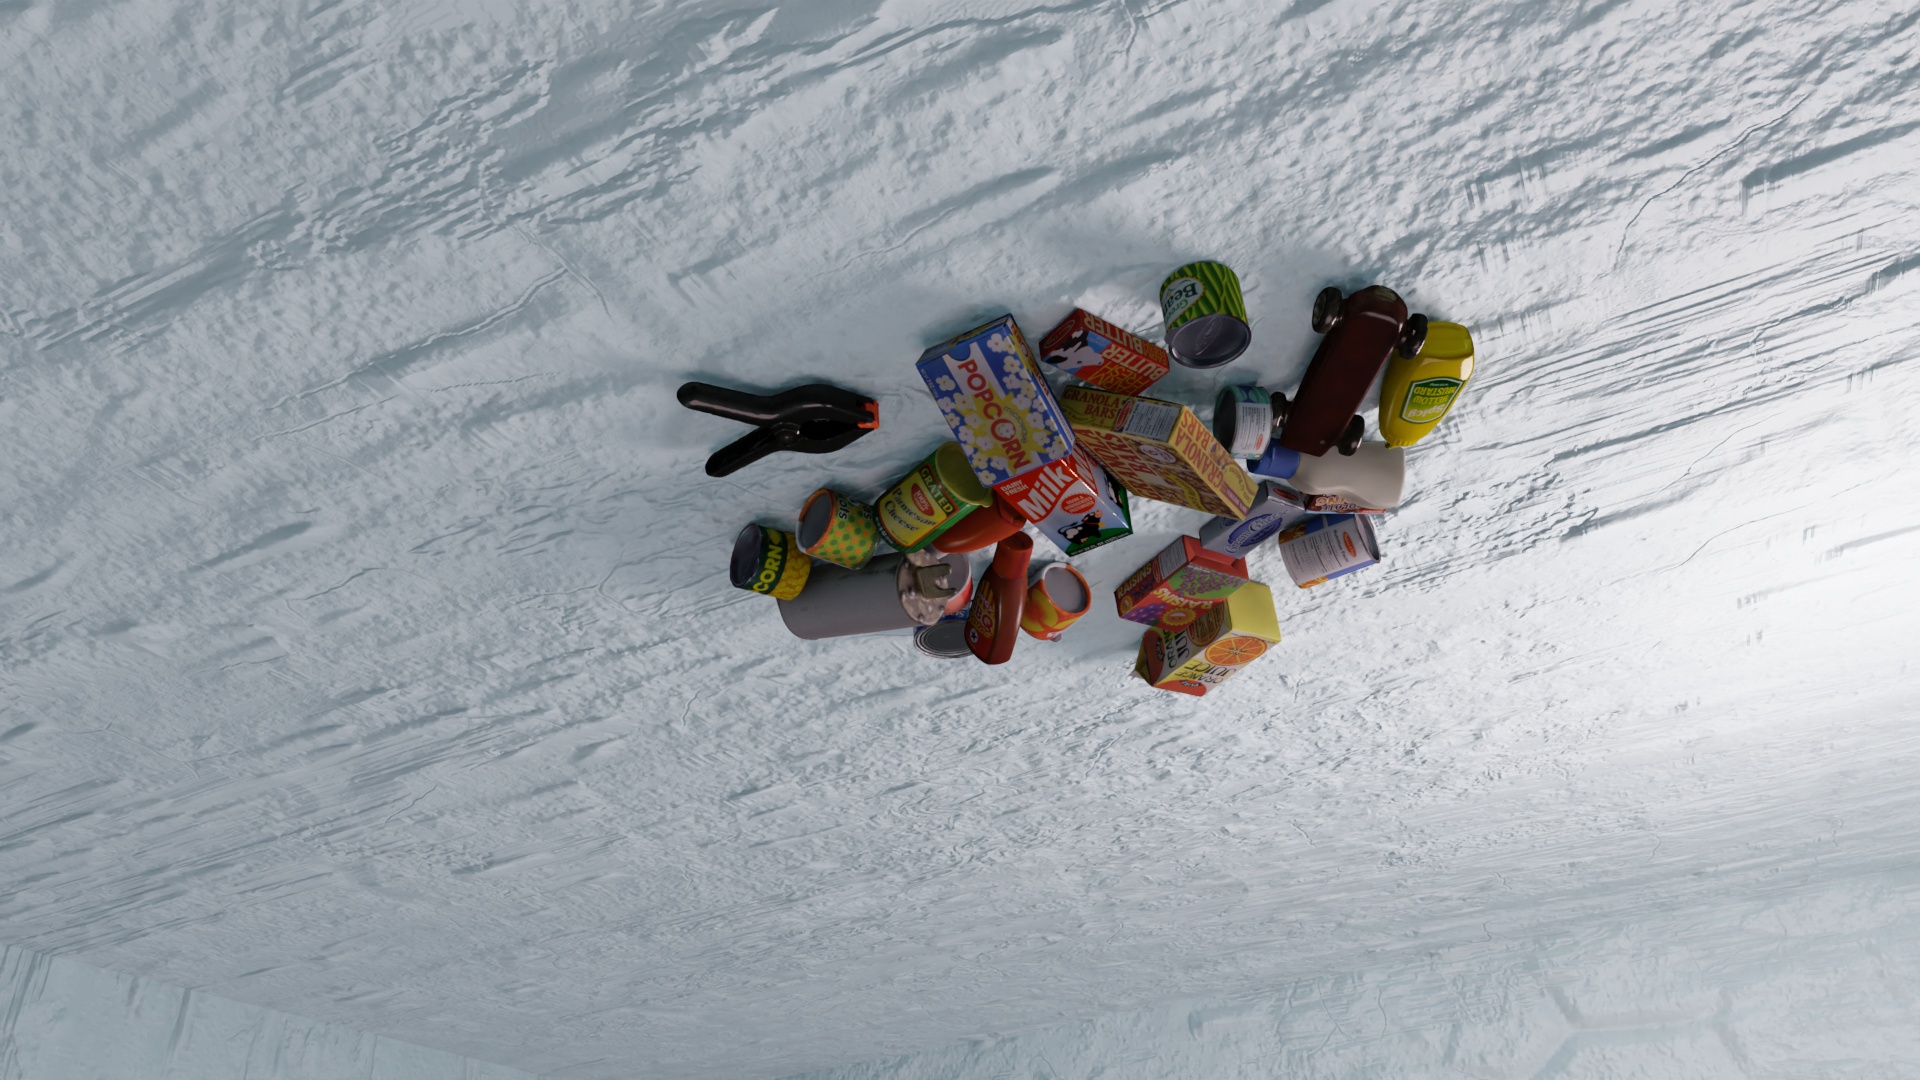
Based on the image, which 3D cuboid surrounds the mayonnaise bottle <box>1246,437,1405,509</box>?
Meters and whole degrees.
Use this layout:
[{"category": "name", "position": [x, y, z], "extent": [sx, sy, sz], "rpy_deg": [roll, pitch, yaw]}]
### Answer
[{"category": "mayonnaise bottle", "position": [0.343, -0.070, 1.305], "extent": [0.148, 0.065, 0.041], "rpy_deg": [9, 173, -13]}]

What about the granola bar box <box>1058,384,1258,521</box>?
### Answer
[{"category": "granola bar box", "position": [0.174, -0.077, 1.229], "extent": [0.124, 0.039, 0.165], "rpy_deg": [16, 167, 39]}]

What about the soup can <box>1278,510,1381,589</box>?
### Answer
[{"category": "soup can", "position": [0.378, 0.006, 1.423], "extent": [0.083, 0.071, 0.071], "rpy_deg": [-23, 143, 27]}]

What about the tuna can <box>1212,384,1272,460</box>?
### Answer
[{"category": "tuna can", "position": [0.249, -0.106, 1.235], "extent": [0.033, 0.071, 0.070], "rpy_deg": [3, 146, -9]}]

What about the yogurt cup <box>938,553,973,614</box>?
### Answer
[{"category": "yogurt cup", "position": [-0.018, 0.042, 1.430], "extent": [0.072, 0.072, 0.053], "rpy_deg": [-10, 155, 8]}]

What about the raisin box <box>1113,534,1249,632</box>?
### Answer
[{"category": "raisin box", "position": [0.236, 0.048, 1.493], "extent": [0.086, 0.040, 0.122], "rpy_deg": [14, 141, -28]}]

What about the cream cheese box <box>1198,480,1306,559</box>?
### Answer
[{"category": "cream cheese box", "position": [0.295, -0.020, 1.409], "extent": [0.053, 0.024, 0.103], "rpy_deg": [16, 142, -28]}]

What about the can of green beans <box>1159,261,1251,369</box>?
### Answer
[{"category": "can of green beans", "position": [0.196, -0.181, 1.115], "extent": [0.071, 0.058, 0.071], "rpy_deg": [-3, 147, -2]}]

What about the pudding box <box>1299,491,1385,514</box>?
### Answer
[{"category": "pudding box", "position": [0.382, -0.051, 1.366], "extent": [0.084, 0.030, 0.049], "rpy_deg": [1, 148, -8]}]

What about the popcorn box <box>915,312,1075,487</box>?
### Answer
[{"category": "popcorn box", "position": [0.031, -0.116, 1.161], "extent": [0.085, 0.038, 0.126], "rpy_deg": [-21, 113, 24]}]

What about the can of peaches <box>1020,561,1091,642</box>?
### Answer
[{"category": "can of peaches", "position": [0.098, 0.066, 1.475], "extent": [0.071, 0.071, 0.057], "rpy_deg": [15, 141, -28]}]

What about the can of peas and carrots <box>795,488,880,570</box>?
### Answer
[{"category": "can of peas and carrots", "position": [-0.115, -0.013, 1.331], "extent": [0.059, 0.071, 0.070], "rpy_deg": [21, 139, -33]}]

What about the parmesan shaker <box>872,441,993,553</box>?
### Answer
[{"category": "parmesan shaker", "position": [-0.026, -0.036, 1.299], "extent": [0.071, 0.071, 0.102], "rpy_deg": [21, 139, -33]}]

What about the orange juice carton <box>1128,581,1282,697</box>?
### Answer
[{"category": "orange juice carton", "position": [0.271, 0.119, 1.576], "extent": [0.072, 0.073, 0.191], "rpy_deg": [13, 144, -25]}]

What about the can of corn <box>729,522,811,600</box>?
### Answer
[{"category": "can of corn", "position": [-0.186, 0.022, 1.371], "extent": [0.058, 0.071, 0.071], "rpy_deg": [17, 141, -31]}]

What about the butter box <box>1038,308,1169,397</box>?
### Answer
[{"category": "butter box", "position": [0.122, -0.156, 1.175], "extent": [0.103, 0.024, 0.053], "rpy_deg": [19, 141, -32]}]

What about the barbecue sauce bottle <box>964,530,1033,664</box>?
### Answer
[{"category": "barbecue sauce bottle", "position": [0.042, 0.057, 1.443], "extent": [0.044, 0.065, 0.147], "rpy_deg": [-9, 132, -28]}]

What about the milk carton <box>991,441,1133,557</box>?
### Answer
[{"category": "milk carton", "position": [0.082, -0.065, 1.267], "extent": [0.072, 0.074, 0.190], "rpy_deg": [-22, 143, 25]}]

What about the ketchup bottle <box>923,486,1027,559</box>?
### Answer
[{"category": "ketchup bottle", "position": [0.005, -0.017, 1.346], "extent": [0.043, 0.065, 0.148], "rpy_deg": [23, 147, -31]}]

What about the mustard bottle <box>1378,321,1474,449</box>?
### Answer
[{"category": "mustard bottle", "position": [0.405, -0.127, 1.233], "extent": [0.065, 0.049, 0.159], "rpy_deg": [-1, 147, -1]}]
